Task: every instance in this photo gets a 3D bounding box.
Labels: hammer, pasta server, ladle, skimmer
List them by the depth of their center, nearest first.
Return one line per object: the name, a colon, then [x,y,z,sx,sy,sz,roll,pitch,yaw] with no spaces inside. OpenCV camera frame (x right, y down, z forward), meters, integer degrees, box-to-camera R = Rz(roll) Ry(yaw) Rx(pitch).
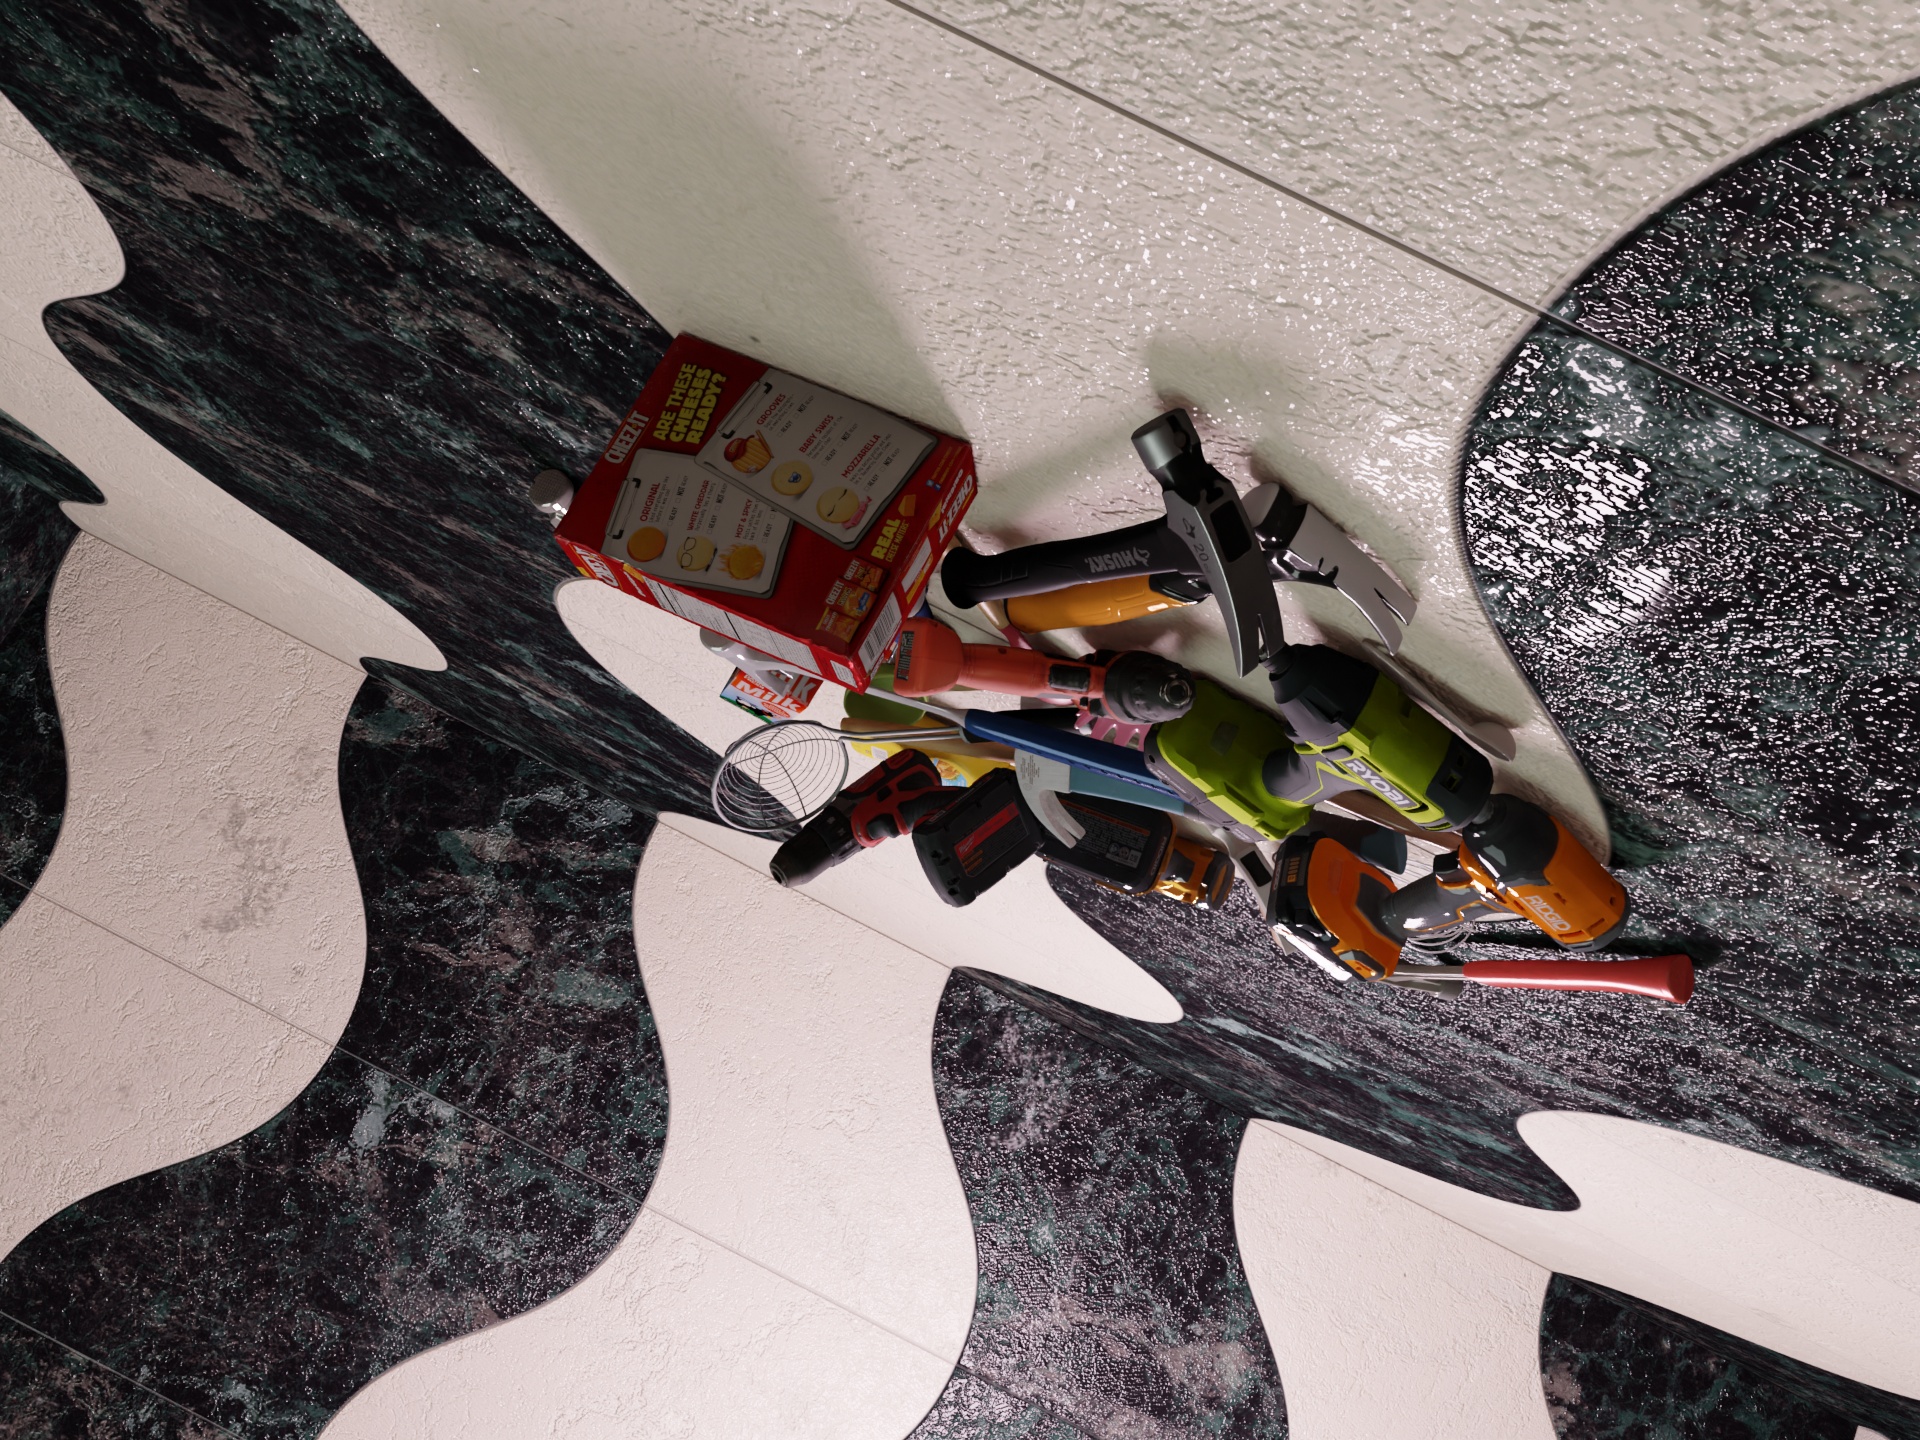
hammer: [0.073,-0.092,0.974,0.146,0.035,0.335,60,158,-13]
hammer: [0.131,-0.080,1.008,0.127,0.034,0.337,35,163,-23]
ladle: [0.022,-0.088,1.178,0.069,0.031,0.315,16,159,35]
pasta server: [0.241,0.045,1.222,0.316,0.040,0.060,23,155,11]
hammer: [-0.002,-0.004,1.256,0.405,0.035,0.144,16,171,15]
hammer: [0.197,0.067,1.294,0.331,0.033,0.128,13,116,24]
ladle: [-0.019,-0.021,1.357,0.078,0.062,0.320,20,172,-22]
skimmer: [-0.051,0.039,1.358,0.363,0.090,0.127,-5,147,32]
hammer: [0.469,0.215,1.360,0.149,0.037,0.359,16,167,-19]
hammer: [-0.186,-0.120,1.399,0.411,0.038,0.146,20,165,22]
hammer: [0.295,0.175,1.496,0.130,0.031,0.331,60,-175,24]

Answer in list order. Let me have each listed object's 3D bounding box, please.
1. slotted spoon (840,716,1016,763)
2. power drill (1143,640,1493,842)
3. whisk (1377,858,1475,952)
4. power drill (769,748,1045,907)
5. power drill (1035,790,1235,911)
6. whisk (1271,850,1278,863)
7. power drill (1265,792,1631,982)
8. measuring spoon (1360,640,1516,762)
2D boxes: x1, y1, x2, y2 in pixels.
slotted spoon: [0.043,0.028,1.402,0.314,0.031,0.070,10,167,13]
power drill: [0.225,0.014,1.076,0.171,0.080,0.223,36,161,-13]
whisk: [0.292,0.103,1.307,0.285,0.070,0.070,28,165,11]
power drill: [-0.054,0.102,1.431,0.227,0.188,0.080,9,129,55]
power drill: [0.144,0.114,1.496,0.185,0.084,0.226,19,176,28]
whisk: [0.339,0.155,1.428,0.244,0.051,0.047,38,-167,-49]
power drill: [0.335,0.115,1.140,0.164,0.084,0.226,38,142,-29]
measuring spoon: [0.297,-0.016,0.982,0.124,0.018,0.034,37,-179,-11]
